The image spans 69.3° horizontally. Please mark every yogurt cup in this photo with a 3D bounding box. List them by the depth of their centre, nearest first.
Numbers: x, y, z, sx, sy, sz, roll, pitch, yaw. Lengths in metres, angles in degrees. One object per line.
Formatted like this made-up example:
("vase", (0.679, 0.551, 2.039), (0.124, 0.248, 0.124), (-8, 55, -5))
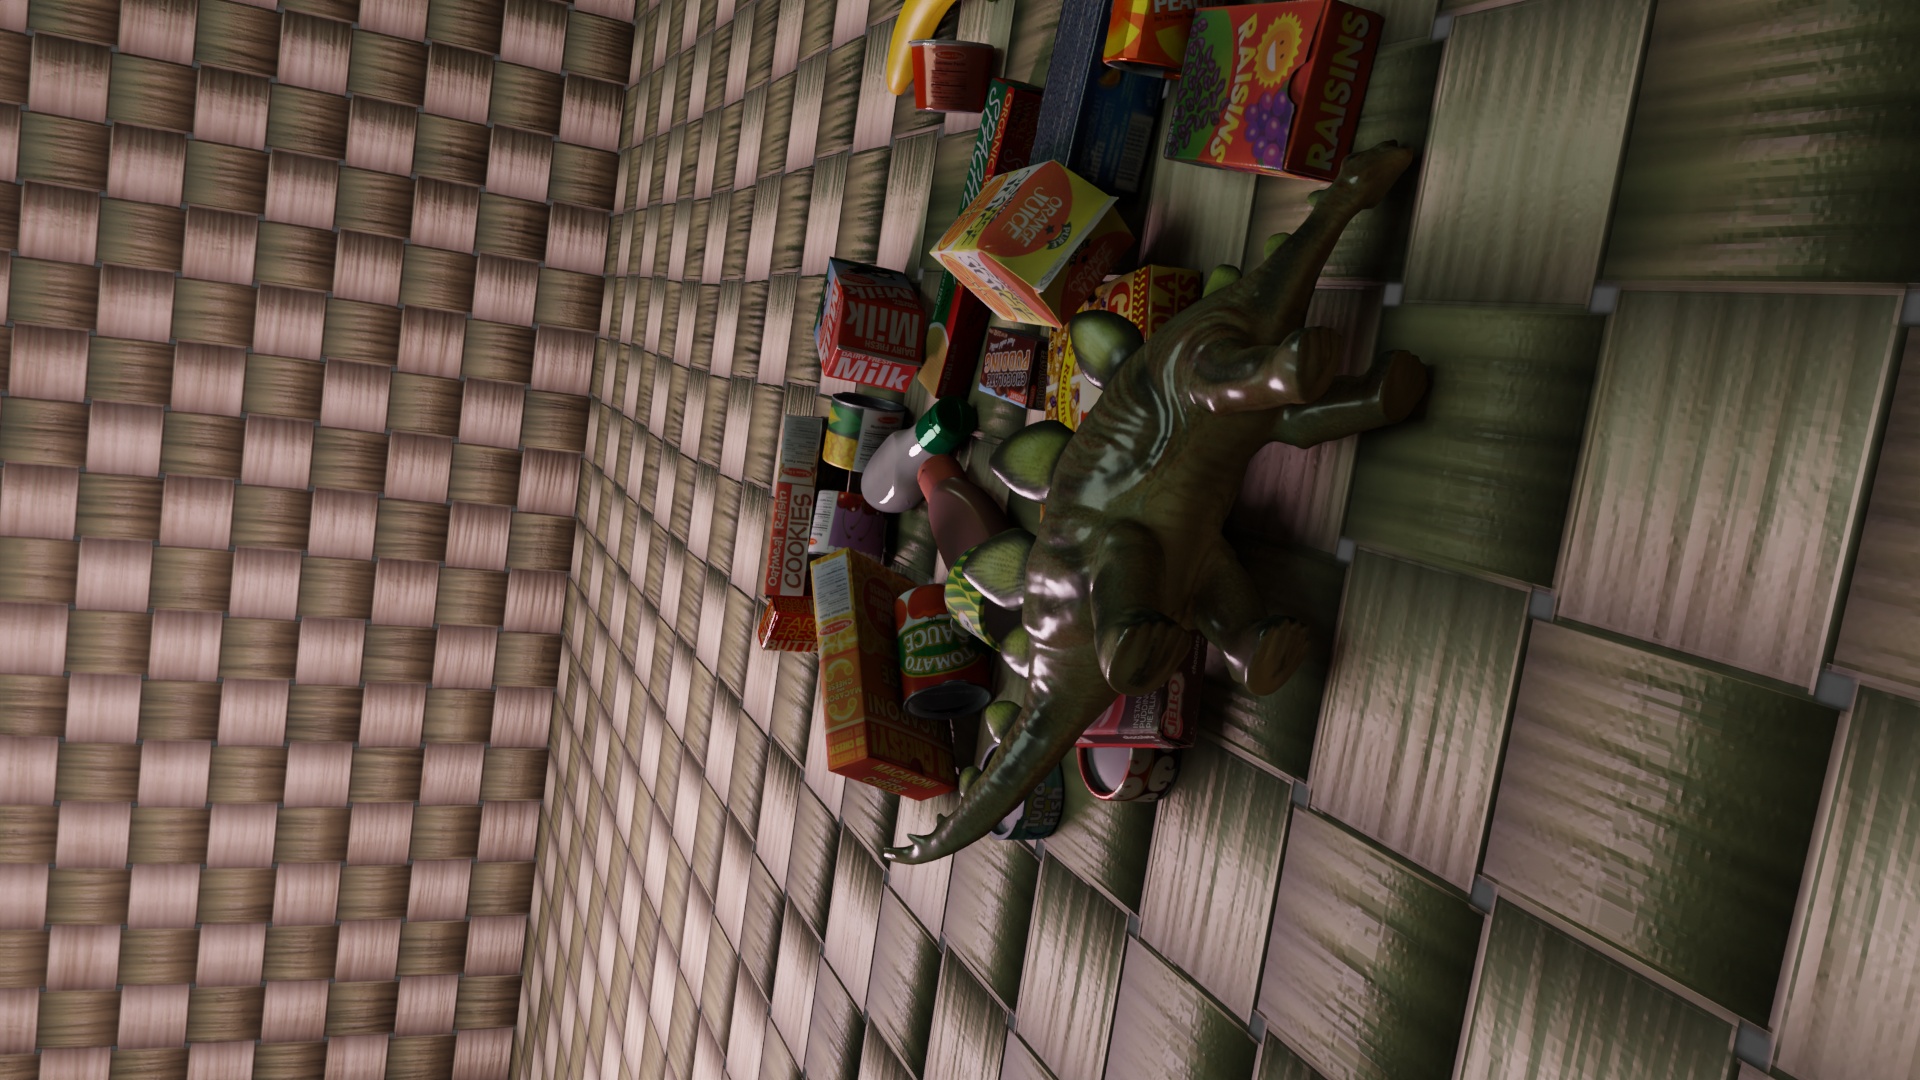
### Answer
("yogurt cup", (-0.008, -0.374, 1.122), (0.072, 0.072, 0.053), (-145, 55, -63))

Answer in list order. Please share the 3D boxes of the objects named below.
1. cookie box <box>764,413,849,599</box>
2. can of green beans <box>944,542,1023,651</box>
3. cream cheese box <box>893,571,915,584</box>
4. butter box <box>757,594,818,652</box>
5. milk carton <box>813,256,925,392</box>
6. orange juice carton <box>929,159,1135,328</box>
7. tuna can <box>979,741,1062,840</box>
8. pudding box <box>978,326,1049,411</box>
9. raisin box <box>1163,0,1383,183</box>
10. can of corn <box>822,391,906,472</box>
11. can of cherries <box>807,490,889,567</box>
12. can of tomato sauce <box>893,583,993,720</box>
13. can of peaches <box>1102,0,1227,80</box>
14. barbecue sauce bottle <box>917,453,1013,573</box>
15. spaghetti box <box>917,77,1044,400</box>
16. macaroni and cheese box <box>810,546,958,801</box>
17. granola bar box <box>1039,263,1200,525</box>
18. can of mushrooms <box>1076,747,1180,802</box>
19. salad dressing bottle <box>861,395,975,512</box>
("cookie box", (-0.140, -0.033, 1.298), (0.123, 0.040, 0.167), (-22, -61, -80))
("can of green beans", (0.030, 0.039, 0.942), (0.058, 0.071, 0.071), (-152, 69, -64))
("cream cheese box", (-0.061, 0.082, 1.185), (0.053, 0.024, 0.103), (-146, 65, -63))
("butter box", (-0.123, 0.075, 1.228), (0.052, 0.104, 0.024), (118, 146, -40))
("milk carton", (-0.079, -0.181, 1.185), (0.191, 0.072, 0.073), (-114, 36, -64))
("orange juice carton", (0.047, -0.186, 0.879), (0.072, 0.073, 0.193), (-50, 17, 0))
("tuna can", (0.041, 0.168, 0.930), (0.071, 0.033, 0.071), (-174, 89, -66))
("pudding box", (0.045, -0.122, 0.988), (0.084, 0.030, 0.049), (-145, 62, -63))
("raisin box", (0.163, -0.240, 0.742), (0.123, 0.040, 0.086), (-142, 61, -61))
("can of corn", (-0.087, -0.096, 1.230), (0.071, 0.071, 0.058), (-141, 59, -62))
("can of cherries", (-0.096, -0.010, 1.233), (0.071, 0.071, 0.058), (-3, 76, 66))
("can of tomato sauce", (-0.014, 0.081, 1.028), (0.071, 0.071, 0.083), (128, 140, -51))
("can of peaches", (0.122, -0.304, 0.813), (0.071, 0.071, 0.058), (-144, 62, -63))
("barbecue sauce bottle", (0.004, -0.013, 1.040), (0.149, 0.044, 0.064), (-118, 41, -52))
("spaghetti box", (0.014, -0.231, 1.082), (0.050, 0.029, 0.249), (-128, 48, -57))
("macaroni and cheese box", (-0.057, 0.103, 1.056), (0.040, 0.123, 0.167), (-22, 60, 25))
("granola bar box", (0.095, -0.075, 0.855), (0.124, 0.039, 0.165), (171, 103, -65))
("can of mushrooms", (0.097, 0.122, 0.815), (0.071, 0.033, 0.071), (-174, 89, -65))
("salad dressing bottle", (-0.035, -0.071, 1.140), (0.147, 0.044, 0.064), (140, 132, -56))
